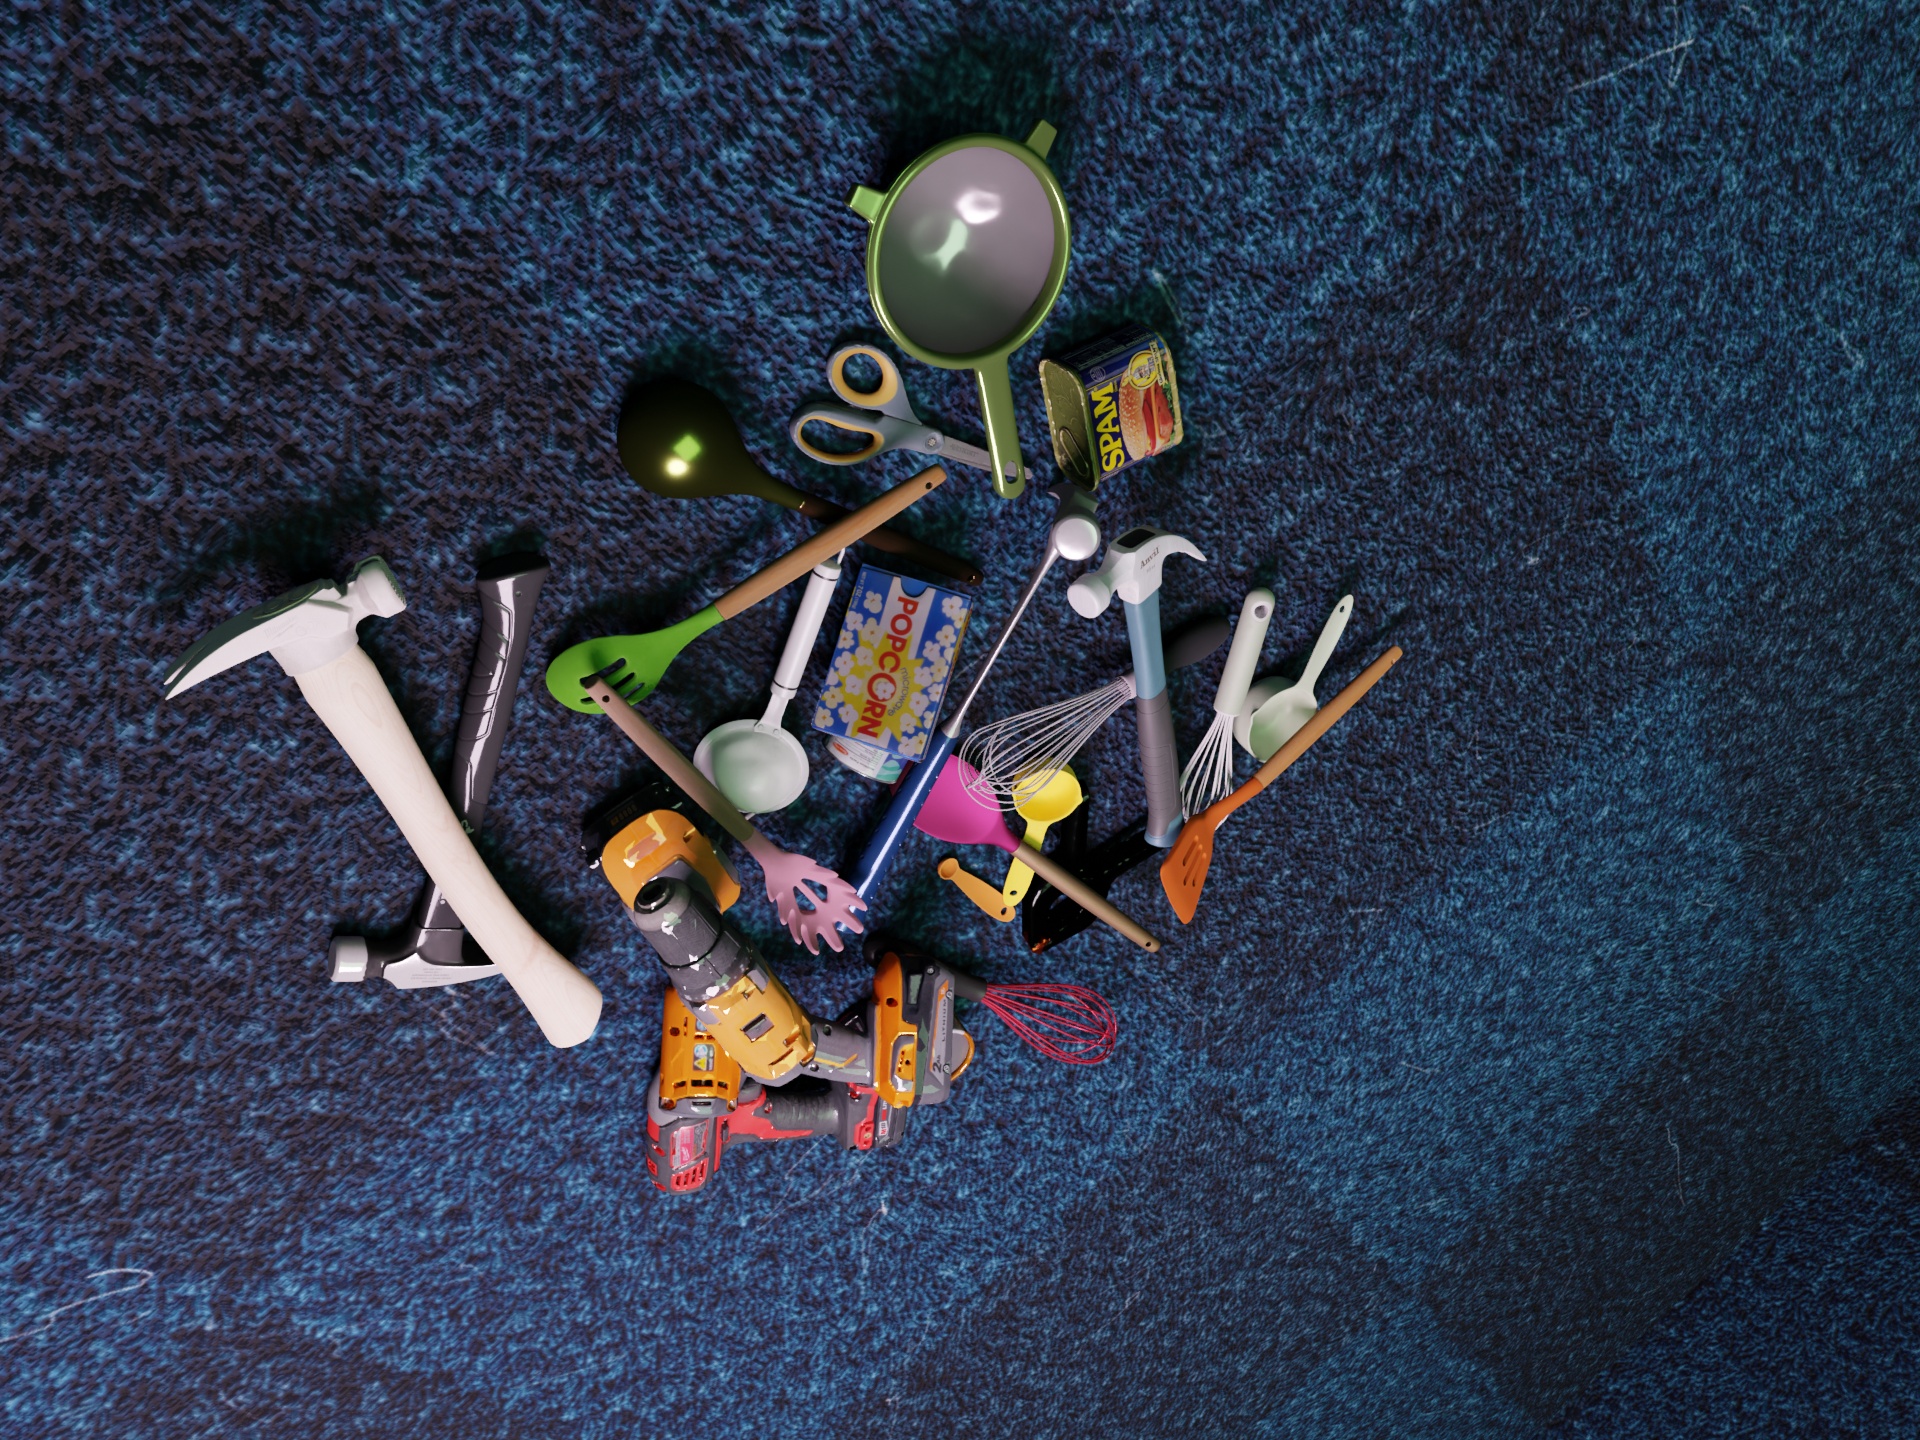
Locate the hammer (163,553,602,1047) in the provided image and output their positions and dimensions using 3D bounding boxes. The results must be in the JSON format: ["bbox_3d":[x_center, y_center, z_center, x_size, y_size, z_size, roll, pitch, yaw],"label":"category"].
[{"bbox_3d":[-0.357,0.087,1.068,0.146,0.038,0.410,-28,128,-10],"label":"hammer"}]

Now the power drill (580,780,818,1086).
[{"bbox_3d":[-0.193,0.132,1.110,0.084,0.226,0.185,-36,130,-7],"label":"power drill"}]

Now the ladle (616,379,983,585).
[{"bbox_3d":[-0.100,-0.153,1.120,0.320,0.062,0.078,19,113,-44],"label":"ladle"}]

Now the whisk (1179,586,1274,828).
[{"bbox_3d":[0.231,-0.003,1.388,0.057,0.059,0.246,8,116,-10],"label":"whisk"}]

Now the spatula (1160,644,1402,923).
[{"bbox_3d":[0.284,0.043,1.397,0.322,0.041,0.080,-42,133,-13],"label":"spatula"}]

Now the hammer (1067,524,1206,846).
[{"bbox_3d":[0.153,-0.015,1.271,0.128,0.033,0.330,-42,140,-28],"label":"hammer"}]

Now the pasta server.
[{"bbox_3d":[-0.168,0.071,1.157,0.060,0.040,0.315,-42,131,-4],"label":"pasta server"}]

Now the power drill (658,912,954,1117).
[{"bbox_3d":[-0.123,0.231,1.269,0.226,0.084,0.164,3,86,-15],"label":"power drill"}]

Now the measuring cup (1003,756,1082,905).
[{"bbox_3d":[0.060,0.095,1.370,0.062,0.029,0.156,7,126,-14],"label":"measuring cup"}]

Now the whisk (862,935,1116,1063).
[{"bbox_3d":[0.031,0.247,1.428,0.295,0.073,0.073,26,103,-32],"label":"whisk"}]

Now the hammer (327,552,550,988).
[{"bbox_3d":[-0.332,0.041,1.099,0.146,0.035,0.334,6,115,-32],"label":"hammer"}]

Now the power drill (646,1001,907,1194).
[{"bbox_3d":[-0.157,0.315,1.348,0.219,0.079,0.143,-7,121,-24],"label":"power drill"}]

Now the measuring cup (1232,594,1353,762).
[{"bbox_3d":[0.298,-0.043,1.417,0.083,0.038,0.167,15,108,-36],"label":"measuring cup"}]

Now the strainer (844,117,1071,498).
[{"bbox_3d":[0.003,-0.272,1.080,0.151,0.069,0.256,-26,129,-17],"label":"strainer"}]

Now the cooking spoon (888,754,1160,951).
[{"bbox_3d":[0.063,0.119,1.356,0.318,0.017,0.069,37,99,-28],"label":"cooking spoon"}]

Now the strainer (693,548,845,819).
[{"bbox_3d":[-0.133,-0.017,1.162,0.086,0.050,0.258,17,113,-13],"label":"strainer"}]

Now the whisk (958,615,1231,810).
[{"bbox_3d":[0.115,-0.016,1.307,0.284,0.070,0.070,-32,130,-22],"label":"whisk"}]

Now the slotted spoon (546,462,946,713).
[{"bbox_3d":[-0.145,-0.091,1.097,0.314,0.031,0.070,-32,137,1],"label":"slotted spoon"}]

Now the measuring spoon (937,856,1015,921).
[{"bbox_3d":[0.014,0.148,1.387,0.021,0.011,0.116,-53,134,-5],"label":"measuring spoon"}]

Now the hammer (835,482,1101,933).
[{"bbox_3d":[-0.002,-0.004,1.223,0.035,0.144,0.405,27,113,-8],"label":"hammer"}]
